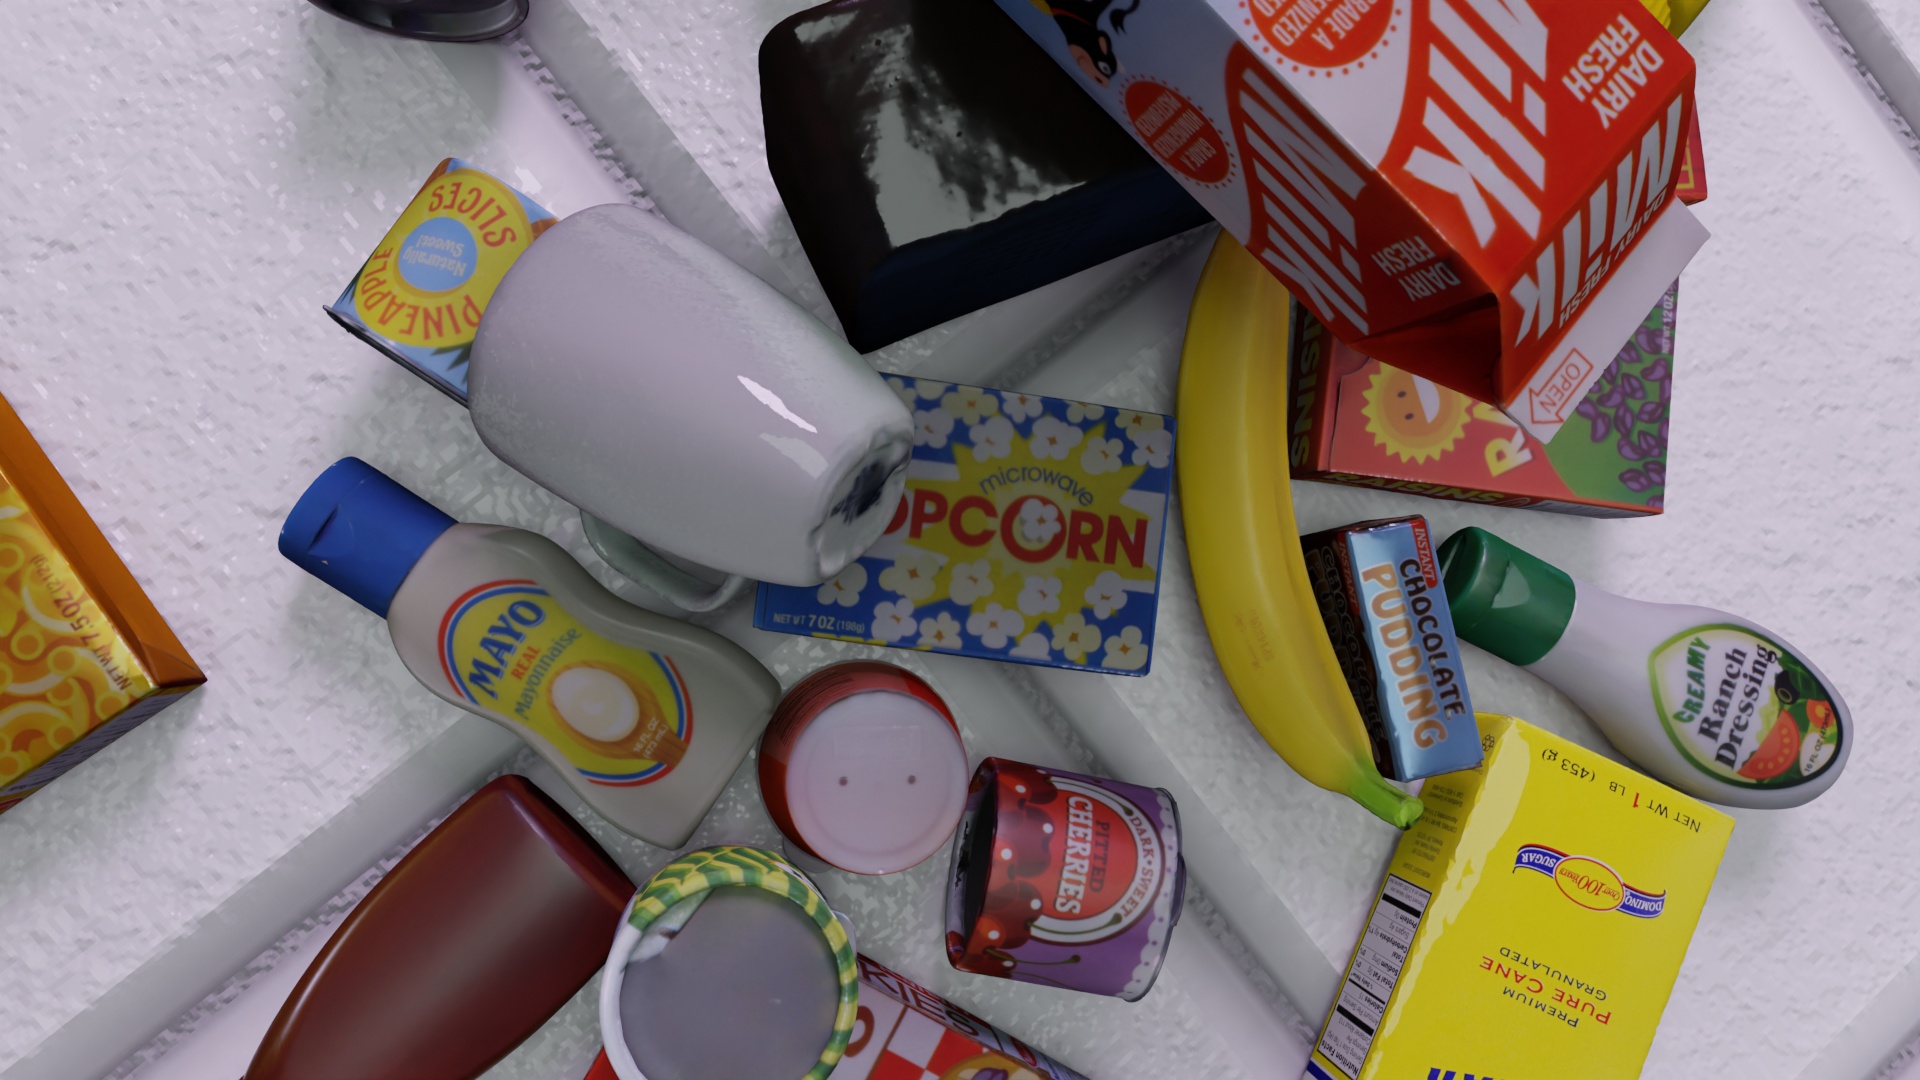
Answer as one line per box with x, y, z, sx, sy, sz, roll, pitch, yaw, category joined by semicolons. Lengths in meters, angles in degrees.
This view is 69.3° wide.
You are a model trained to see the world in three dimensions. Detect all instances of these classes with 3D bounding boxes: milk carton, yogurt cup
0.088;-0.111;0.316;0.190;0.073;0.072;42;83;-7;milk carton
-0.028;0.071;0.429;0.072;0.054;0.072;1;86;-10;yogurt cup

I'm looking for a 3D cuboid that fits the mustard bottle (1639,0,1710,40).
0.236;-0.205;0.477;0.065;0.048;0.161;31;69;2;mustard bottle

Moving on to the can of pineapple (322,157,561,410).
-0.141;-0.071;0.411;0.071;0.071;0.058;33;82;-6;can of pineapple

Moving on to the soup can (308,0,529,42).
-0.166;-0.203;0.415;0.071;0.071;0.084;0;87;-9;soup can

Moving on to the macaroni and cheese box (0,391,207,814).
-0.327;0.039;0.388;0.167;0.040;0.123;-35;92;-10;macaroni and cheese box

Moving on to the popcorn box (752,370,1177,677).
0.002;-0.006;0.447;0.127;0.038;0.085;8;86;-9;popcorn box

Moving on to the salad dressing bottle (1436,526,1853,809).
0.230;0.043;0.478;0.148;0.044;0.064;25;82;-7;salad dressing bottle

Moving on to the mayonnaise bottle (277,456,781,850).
-0.131;0.030;0.420;0.148;0.041;0.064;34;95;-6;mayonnaise bottle

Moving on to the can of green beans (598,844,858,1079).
-0.063;0.119;0.378;0.071;0.057;0.071;1;83;-11;can of green beans

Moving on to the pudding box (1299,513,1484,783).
0.141;0.035;0.461;0.030;0.049;0.083;-12;89;-8;pudding box

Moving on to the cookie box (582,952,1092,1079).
-0.039;0.197;0.427;0.167;0.040;0.123;31;82;-6;cookie box

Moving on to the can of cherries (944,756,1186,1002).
0.031;0.103;0.428;0.058;0.071;0.071;13;85;-8;can of cherries

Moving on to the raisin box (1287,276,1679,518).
0.179;-0.056;0.478;0.123;0.040;0.086;7;87;-8;raisin box

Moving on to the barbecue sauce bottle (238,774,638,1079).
-0.167;0.141;0.408;0.149;0.043;0.065;-44;94;-8;barbecue sauce bottle

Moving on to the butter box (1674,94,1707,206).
0.213;-0.141;0.496;0.104;0.024;0.053;-6;87;-10;butter box
